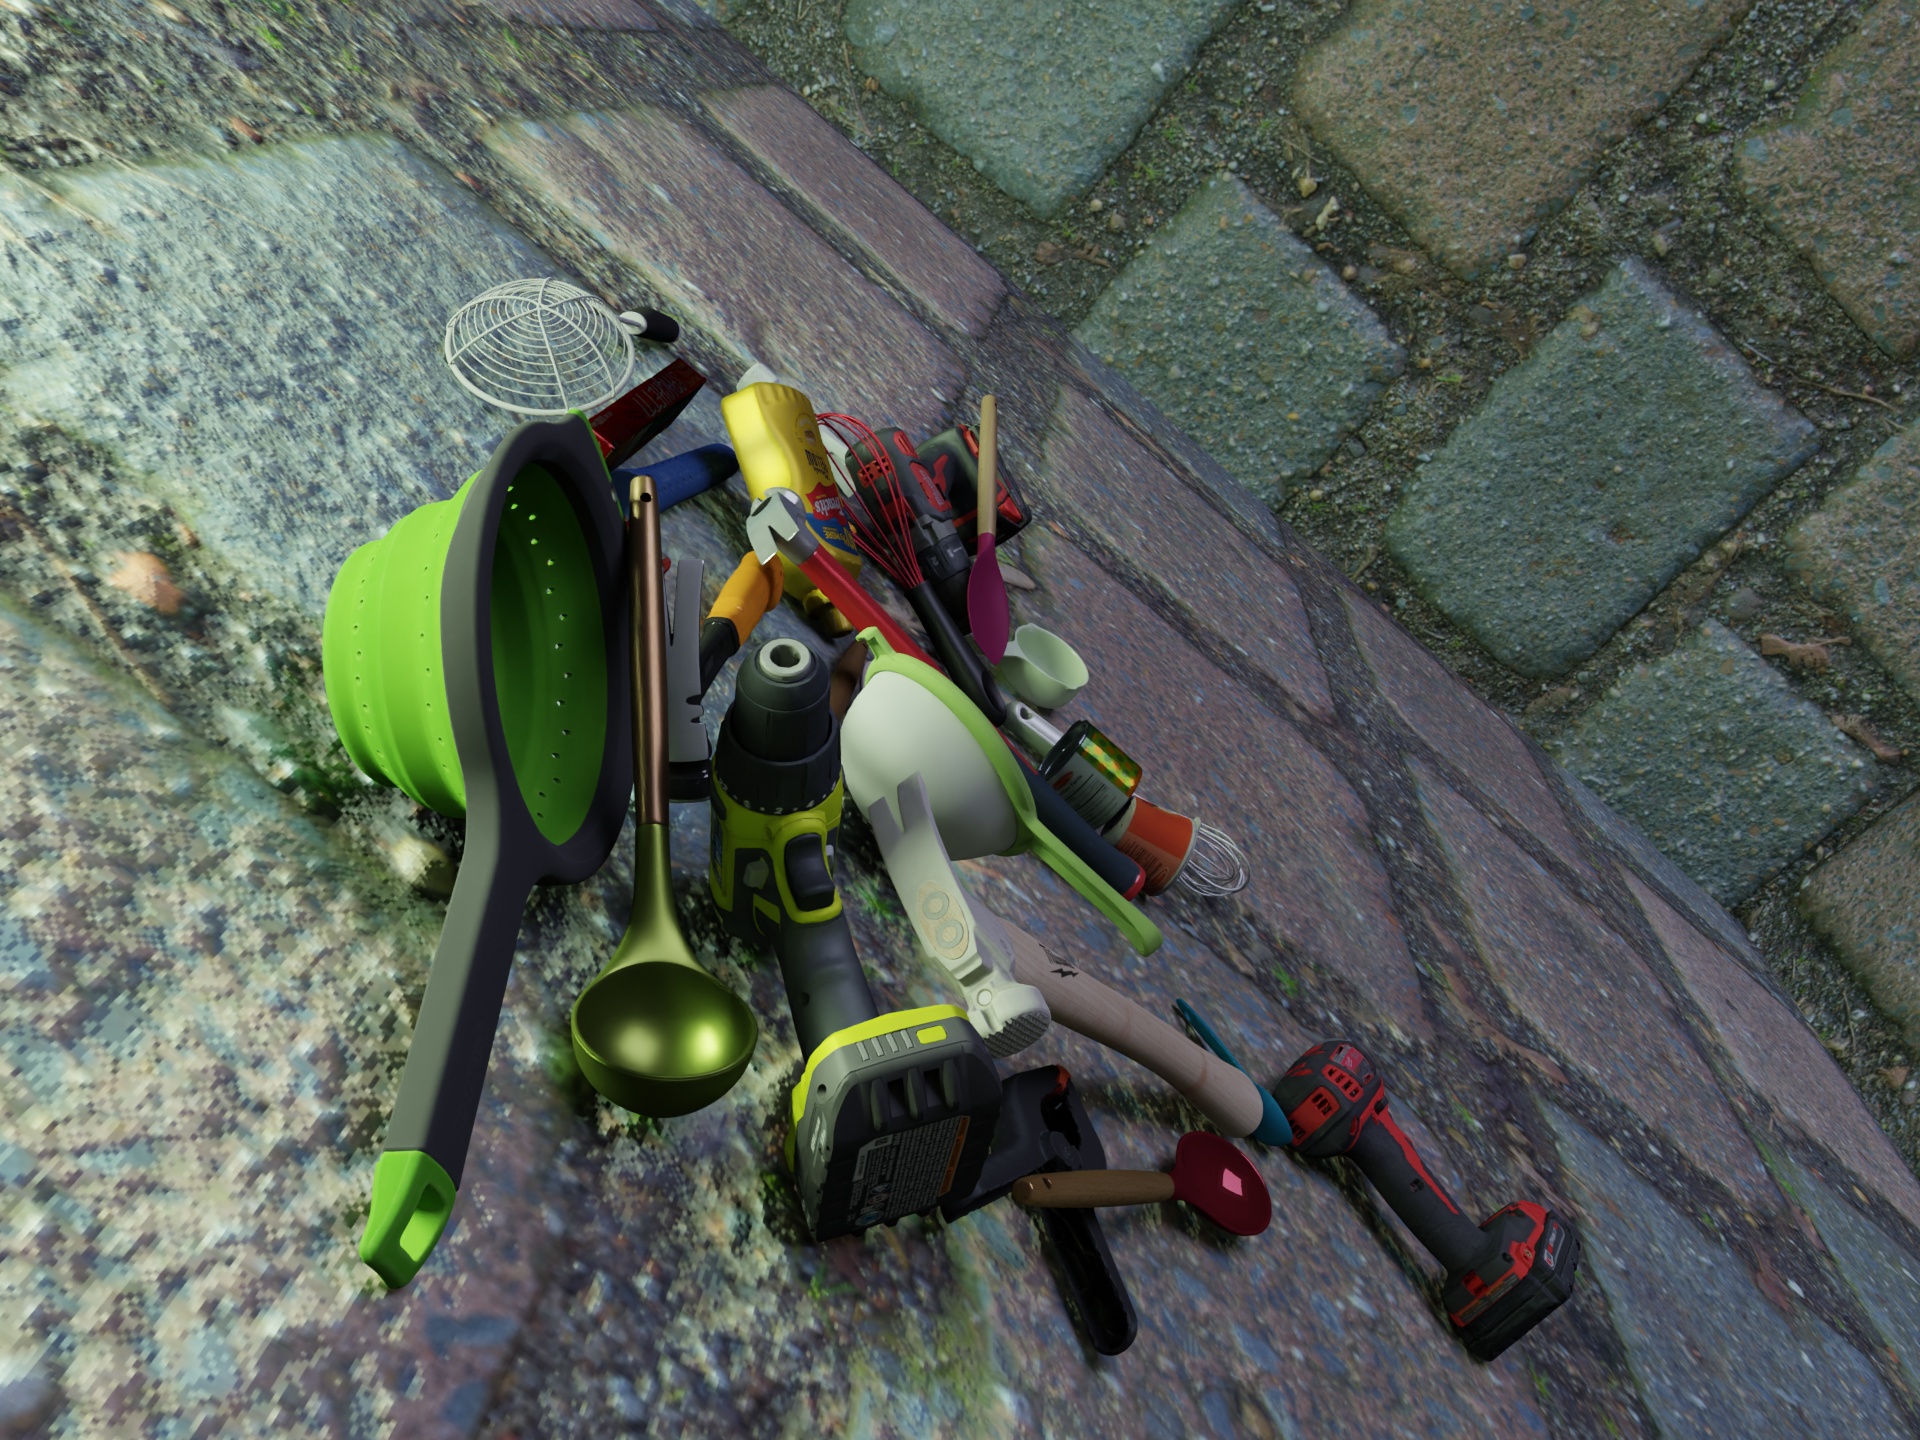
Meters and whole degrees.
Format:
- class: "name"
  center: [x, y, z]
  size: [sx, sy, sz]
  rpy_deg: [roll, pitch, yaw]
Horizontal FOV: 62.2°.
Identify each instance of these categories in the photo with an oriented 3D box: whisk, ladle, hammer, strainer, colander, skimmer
- class: "whisk"
  center: [-0.044, -0.122, 1.264]
  size: [0.296, 0.073, 0.073]
  rpy_deg: [59, 23, 3]
- class: "ladle"
  center: [-0.138, 0.020, 0.721]
  size: [0.078, 0.062, 0.320]
  rpy_deg: [4, 64, -21]
- class: "ladle"
  center: [0.098, 0.245, 0.833]
  size: [0.069, 0.031, 0.315]
  rpy_deg: [56, 14, 28]
- class: "hammer"
  center: [-0.142, -0.064, 0.959]
  size: [0.034, 0.127, 0.337]
  rpy_deg: [-2, 17, 1]
- class: "whisk"
  center: [0.133, 0.063, 1.288]
  size: [0.246, 0.059, 0.058]
  rpy_deg: [37, 43, -4]
- class: "strainer"
  center: [0.008, 0.068, 0.945]
  size: [0.257, 0.069, 0.151]
  rpy_deg: [41, -25, 29]
- class: "colander"
  center: [-0.218, 0.034, 0.654]
  size: [0.204, 0.094, 0.398]
  rpy_deg: [81, 8, -48]
- class: "hammer"
  center: [0.081, 0.159, 0.884]
  size: [0.410, 0.038, 0.146]
  rpy_deg: [40, 18, -53]
- class: "hammer"
  center: [-0.002, -0.003, 1.087]
  size: [0.386, 0.038, 0.143]
  rpy_deg: [46, 6, -17]
- class: "hammer"
  center: [-0.177, -0.207, 1.262]
  size: [0.144, 0.035, 0.405]
  rpy_deg: [42, 21, -3]
- class: "skimmer"
  center: [-0.280, -0.283, 1.226]
  size: [0.127, 0.090, 0.363]
  rpy_deg: [21, 11, 0]

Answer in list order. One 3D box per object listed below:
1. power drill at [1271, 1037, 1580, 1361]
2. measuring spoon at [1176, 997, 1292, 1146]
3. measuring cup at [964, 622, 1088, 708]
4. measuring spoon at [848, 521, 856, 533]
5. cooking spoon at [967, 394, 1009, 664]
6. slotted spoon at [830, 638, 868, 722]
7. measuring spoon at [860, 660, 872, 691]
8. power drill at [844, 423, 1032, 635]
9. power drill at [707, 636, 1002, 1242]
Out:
- class: "power drill"
  center: [0.314, 0.313, 1.096]
  size: [0.220, 0.078, 0.143]
  rpy_deg: [46, 21, 15]
- class: "measuring spoon"
  center: [0.177, 0.238, 1.072]
  size: [0.129, 0.021, 0.042]
  rpy_deg: [50, -17, 40]
- class: "measuring cup"
  center: [0.035, -0.047, 1.344]
  size: [0.167, 0.038, 0.083]
  rpy_deg: [5, 42, -40]
- class: "measuring spoon"
  center: [-0.103, -0.139, 1.304]
  size: [0.021, 0.011, 0.117]
  rpy_deg: [37, 25, -13]
- class: "cooking spoon"
  center: [0.023, -0.176, 1.381]
  size: [0.068, 0.017, 0.319]
  rpy_deg: [49, 32, -42]
- class: "slotted spoon"
  center: [-0.087, 0.001, 1.038]
  size: [0.070, 0.031, 0.314]
  rpy_deg: [56, 15, -15]
- class: "measuring spoon"
  center: [-0.058, -0.016, 1.132]
  size: [0.034, 0.018, 0.124]
  rpy_deg: [35, 22, -20]
- class: "power drill"
  center: [-0.008, -0.177, 1.427]
  size: [0.188, 0.080, 0.227]
  rpy_deg: [61, 22, -3]
- class: "power drill"
  center: [-0.060, 0.093, 0.713]
  size: [0.080, 0.190, 0.229]
  rpy_deg: [-11, 53, -19]
